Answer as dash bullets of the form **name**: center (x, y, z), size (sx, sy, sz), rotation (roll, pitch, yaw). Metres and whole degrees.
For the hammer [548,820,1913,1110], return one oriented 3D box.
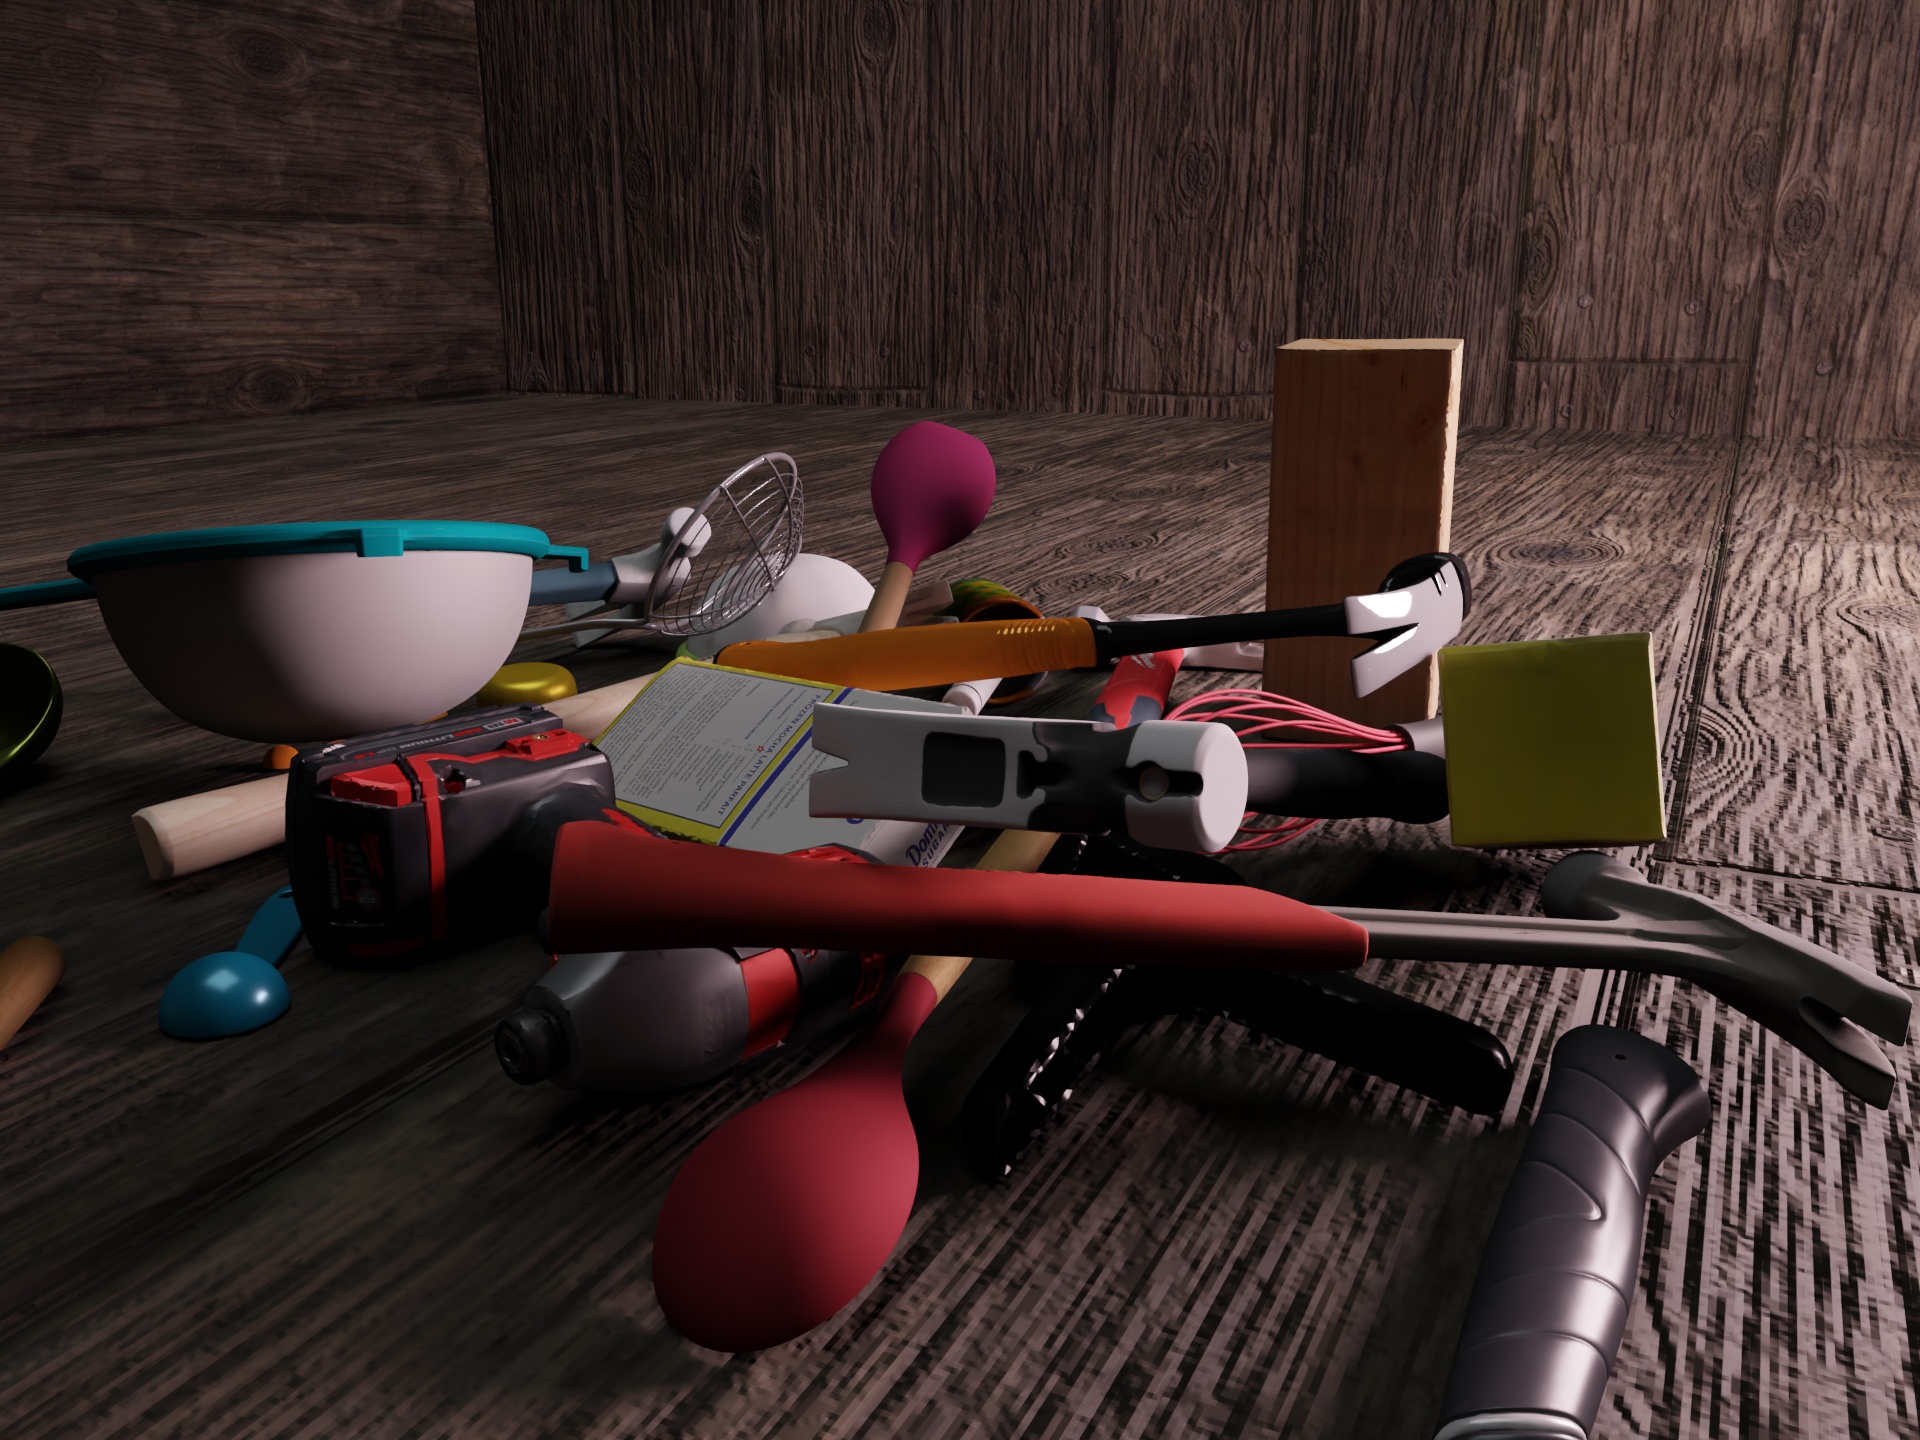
- **hammer**: center (0.067, 0.061, 0.455), size (0.359, 0.036, 0.149), rotation (4, 10, -9)

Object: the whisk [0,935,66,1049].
- **whisk**: center (-0.301, 0.113, 0.456), size (0.047, 0.051, 0.245), rotation (17, 7, -16)

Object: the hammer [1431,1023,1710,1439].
- **hammer**: center (0.095, 0.152, 0.304), size (0.149, 0.036, 0.409), rotation (7, 17, 28)

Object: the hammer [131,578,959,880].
- **hammer**: center (-0.182, -0.002, 0.781), size (0.410, 0.038, 0.146), rotation (-20, 5, -41)

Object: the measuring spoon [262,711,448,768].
- **measuring spoon**: center (-0.326, 0.007, 0.864), size (0.021, 0.011, 0.117), rotation (9, 19, 31)

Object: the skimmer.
- **skimmer**: center (-0.267, -0.076, 0.931), size (0.363, 0.090, 0.127), rotation (-11, -12, -1)

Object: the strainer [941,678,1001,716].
- **strainer**: center (-0.001, -0.003, 0.787), size (0.087, 0.050, 0.258), rotation (31, 27, 2)

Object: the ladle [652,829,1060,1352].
- **ladle**: center (-0.003, 0.074, 0.503), size (0.069, 0.031, 0.315), rotation (-1, 22, 23)

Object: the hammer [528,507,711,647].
- **hammer**: center (-0.323, -0.075, 0.972), size (0.331, 0.033, 0.128), rotation (-10, -20, -34)

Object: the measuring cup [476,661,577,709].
- **measuring cup**: center (-0.251, -0.001, 0.856), size (0.062, 0.029, 0.156), rotation (1, 16, 5)

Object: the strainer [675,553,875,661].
- **strainer**: center (-0.057, -0.073, 1.029), size (0.256, 0.069, 0.151), rotation (-2, 16, -1)

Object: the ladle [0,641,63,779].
- **ladle**: center (-0.459, 0.036, 0.693), size (0.078, 0.062, 0.320), rotation (-19, 22, -11)

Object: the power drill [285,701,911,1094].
- **power drill**: center (-0.138, 0.063, 0.554), size (0.220, 0.078, 0.143), rotation (17, 23, 40)

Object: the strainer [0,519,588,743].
- **strainer**: center (-0.362, -0.033, 0.768), size (0.340, 0.095, 0.211), rotation (-5, 2, 13)

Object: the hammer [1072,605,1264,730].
- **hammer**: center (0.102, -0.002, 0.833), size (0.143, 0.038, 0.386), rotation (5, 17, 12)

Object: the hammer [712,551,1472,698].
- **hammer**: center (0.029, -0.029, 0.661), size (0.337, 0.034, 0.127), rotation (-4, 11, 31)

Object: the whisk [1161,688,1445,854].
- **whisk**: center (0.190, 0.014, 0.740), size (0.295, 0.073, 0.073), rotation (-6, 16, -37)

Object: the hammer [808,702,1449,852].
- **hammer**: center (0.092, 0.021, 0.549), size (0.146, 0.035, 0.334), rotation (3, -1, 36)

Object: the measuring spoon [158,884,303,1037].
- **measuring spoon**: center (-0.261, 0.079, 0.589), size (0.042, 0.021, 0.129), rotation (-3, 17, -9)

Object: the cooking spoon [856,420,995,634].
- **cooking spoon**: center (-0.037, -0.060, 0.812), size (0.068, 0.017, 0.319), rotation (20, 47, -3)
